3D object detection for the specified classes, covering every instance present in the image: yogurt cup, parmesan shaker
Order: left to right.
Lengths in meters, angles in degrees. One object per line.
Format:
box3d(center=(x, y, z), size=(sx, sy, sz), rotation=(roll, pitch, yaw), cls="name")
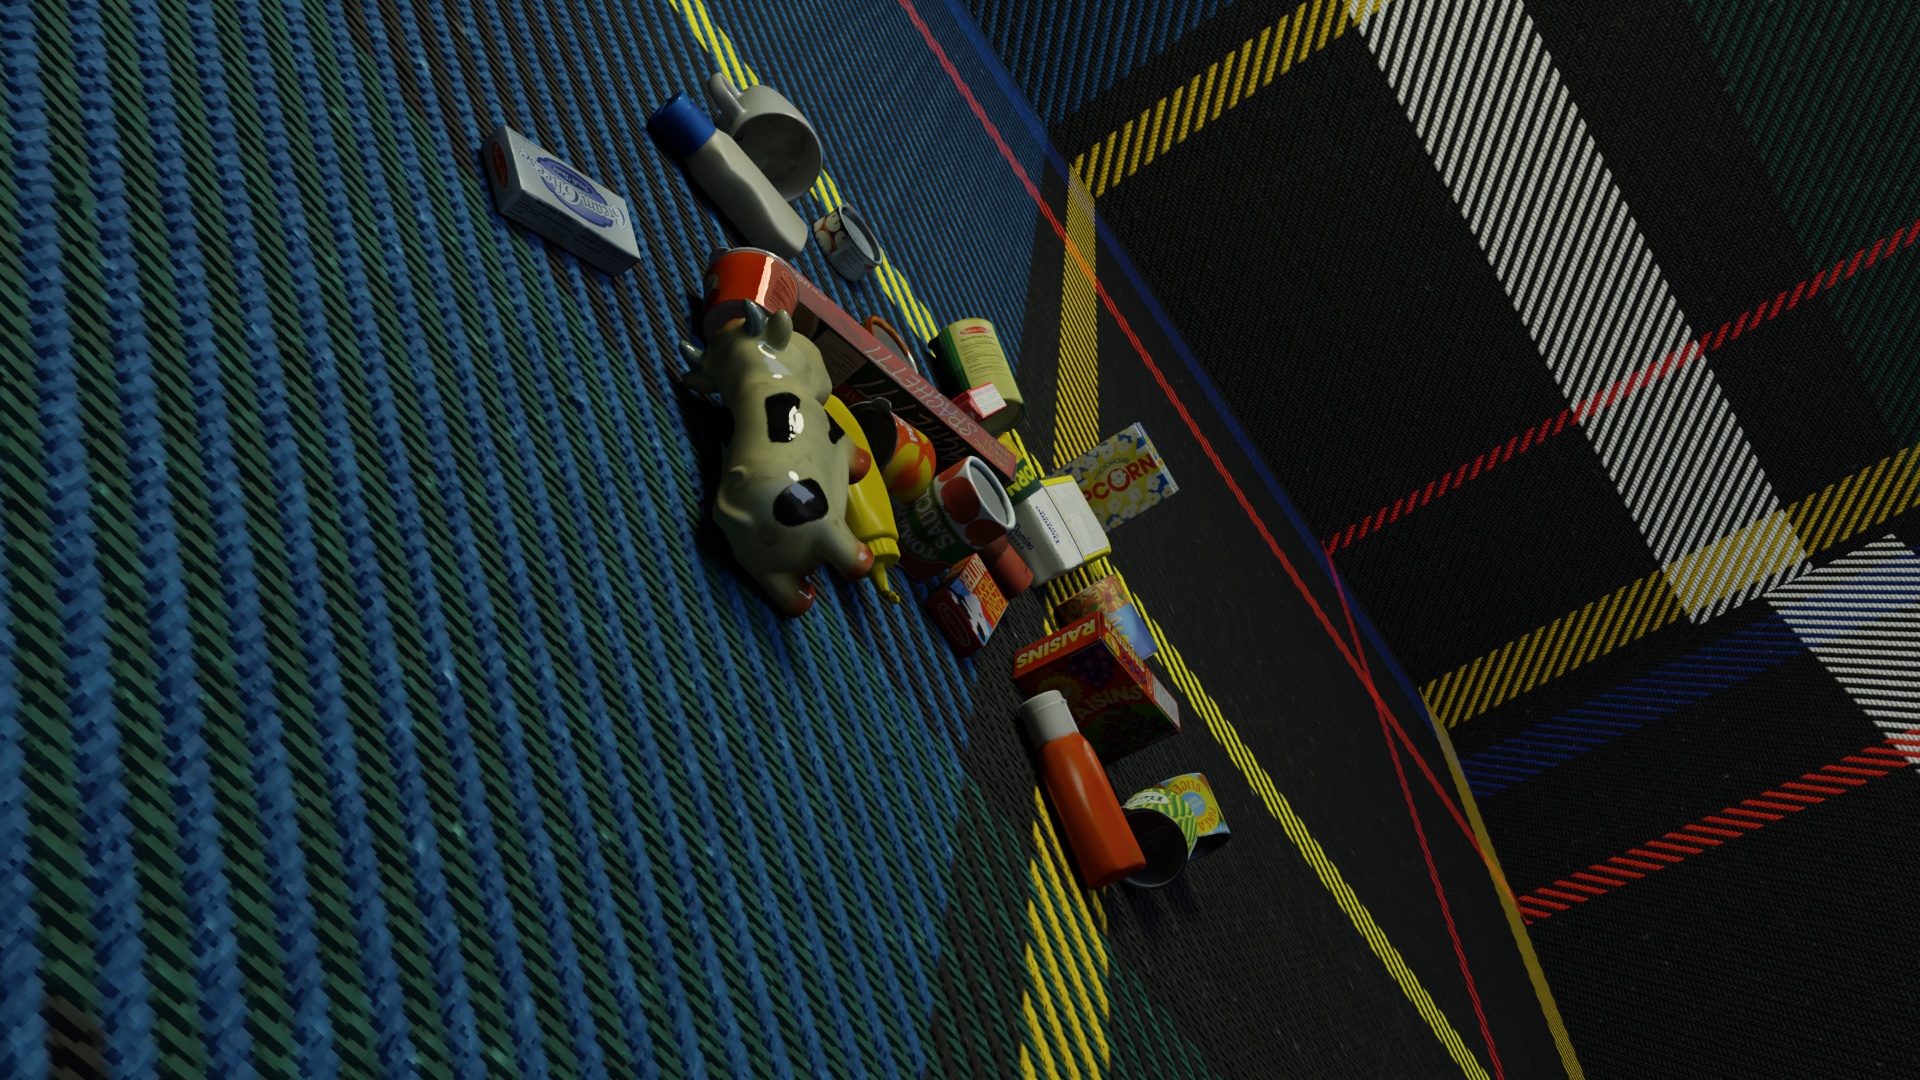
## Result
box3d(center=(-0.148, -0.160, 0.962), size=(0.072, 0.072, 0.054), rotation=(45, 31, -36), cls="yogurt cup")
box3d(center=(0.015, -0.158, 1.367), size=(0.071, 0.071, 0.103), rotation=(31, 34, -55), cls="parmesan shaker")

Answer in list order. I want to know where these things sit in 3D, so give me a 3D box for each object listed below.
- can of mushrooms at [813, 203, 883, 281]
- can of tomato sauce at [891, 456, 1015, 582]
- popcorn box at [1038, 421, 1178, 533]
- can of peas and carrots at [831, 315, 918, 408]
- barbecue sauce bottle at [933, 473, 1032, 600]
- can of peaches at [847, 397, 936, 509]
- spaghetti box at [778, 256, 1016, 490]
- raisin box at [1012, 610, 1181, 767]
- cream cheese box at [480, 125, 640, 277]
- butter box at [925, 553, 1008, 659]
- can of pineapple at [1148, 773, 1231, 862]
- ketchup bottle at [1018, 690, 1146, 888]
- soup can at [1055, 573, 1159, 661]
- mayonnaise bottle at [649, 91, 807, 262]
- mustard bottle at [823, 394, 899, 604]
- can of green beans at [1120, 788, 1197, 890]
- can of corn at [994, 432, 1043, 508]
box3d(center=(-0.105, -0.278, 1.290), size=(0.071, 0.033, 0.071), rotation=(48, 22, -27), cls="can of mushrooms")
box3d(center=(-0.011, -0.016, 1.054), size=(0.071, 0.083, 0.071), rotation=(49, 21, -26), cls="can of tomato sauce")
box3d(center=(0.152, -0.056, 1.456), size=(0.085, 0.126, 0.038), rotation=(60, 14, 2), cls="popcorn box")
box3d(center=(-0.077, -0.139, 1.113), size=(0.071, 0.058, 0.071), rotation=(50, 20, -26), cls="can of peas and carrots")
box3d(center=(0.004, -0.014, 1.150), size=(0.148, 0.043, 0.065), rotation=(52, 23, -21), cls="barbecue sauce bottle")
box3d(center=(-0.058, -0.064, 1.026), size=(0.058, 0.071, 0.071), rotation=(32, 32, -55), cls="can of peaches")
box3d(center=(-0.061, -0.115, 1.056), size=(0.250, 0.050, 0.029), rotation=(39, 41, -21), cls="spaghetti box")
box3d(center=(0.113, 0.125, 1.145), size=(0.123, 0.086, 0.040), rotation=(49, 26, -26), cls="raisin box")
box3d(center=(-0.243, -0.205, 0.849), size=(0.104, 0.024, 0.053), rotation=(25, 40, -58), cls="cream cheese box")
box3d(center=(0.006, 0.050, 1.088), size=(0.053, 0.024, 0.104), rotation=(57, 19, -7), cls="butter box")
box3d(center=(0.192, 0.240, 1.199), size=(0.071, 0.071, 0.058), rotation=(30, 33, -55), cls="can of pineapple")
box3d(center=(0.090, 0.188, 1.060), size=(0.064, 0.043, 0.149), rotation=(21, 41, -62), cls="ketchup bottle")
box3d(center=(0.135, 0.083, 1.300), size=(0.084, 0.071, 0.071), rotation=(60, 19, 4), cls="soup can")
box3d(center=(-0.182, -0.286, 1.099), size=(0.147, 0.041, 0.065), rotation=(47, 20, -28), cls="mayonnaise bottle")
box3d(center=(-0.078, -0.025, 0.953), size=(0.065, 0.048, 0.160), rotation=(18, 45, -61), cls="mustard bottle")
box3d(center=(0.153, 0.237, 1.109), size=(0.071, 0.071, 0.058), rotation=(60, 18, 3), cls="can of green beans")
box3d(center=(0.031, -0.056, 1.240), size=(0.058, 0.071, 0.071), rotation=(56, 19, -6), cls="can of corn")
